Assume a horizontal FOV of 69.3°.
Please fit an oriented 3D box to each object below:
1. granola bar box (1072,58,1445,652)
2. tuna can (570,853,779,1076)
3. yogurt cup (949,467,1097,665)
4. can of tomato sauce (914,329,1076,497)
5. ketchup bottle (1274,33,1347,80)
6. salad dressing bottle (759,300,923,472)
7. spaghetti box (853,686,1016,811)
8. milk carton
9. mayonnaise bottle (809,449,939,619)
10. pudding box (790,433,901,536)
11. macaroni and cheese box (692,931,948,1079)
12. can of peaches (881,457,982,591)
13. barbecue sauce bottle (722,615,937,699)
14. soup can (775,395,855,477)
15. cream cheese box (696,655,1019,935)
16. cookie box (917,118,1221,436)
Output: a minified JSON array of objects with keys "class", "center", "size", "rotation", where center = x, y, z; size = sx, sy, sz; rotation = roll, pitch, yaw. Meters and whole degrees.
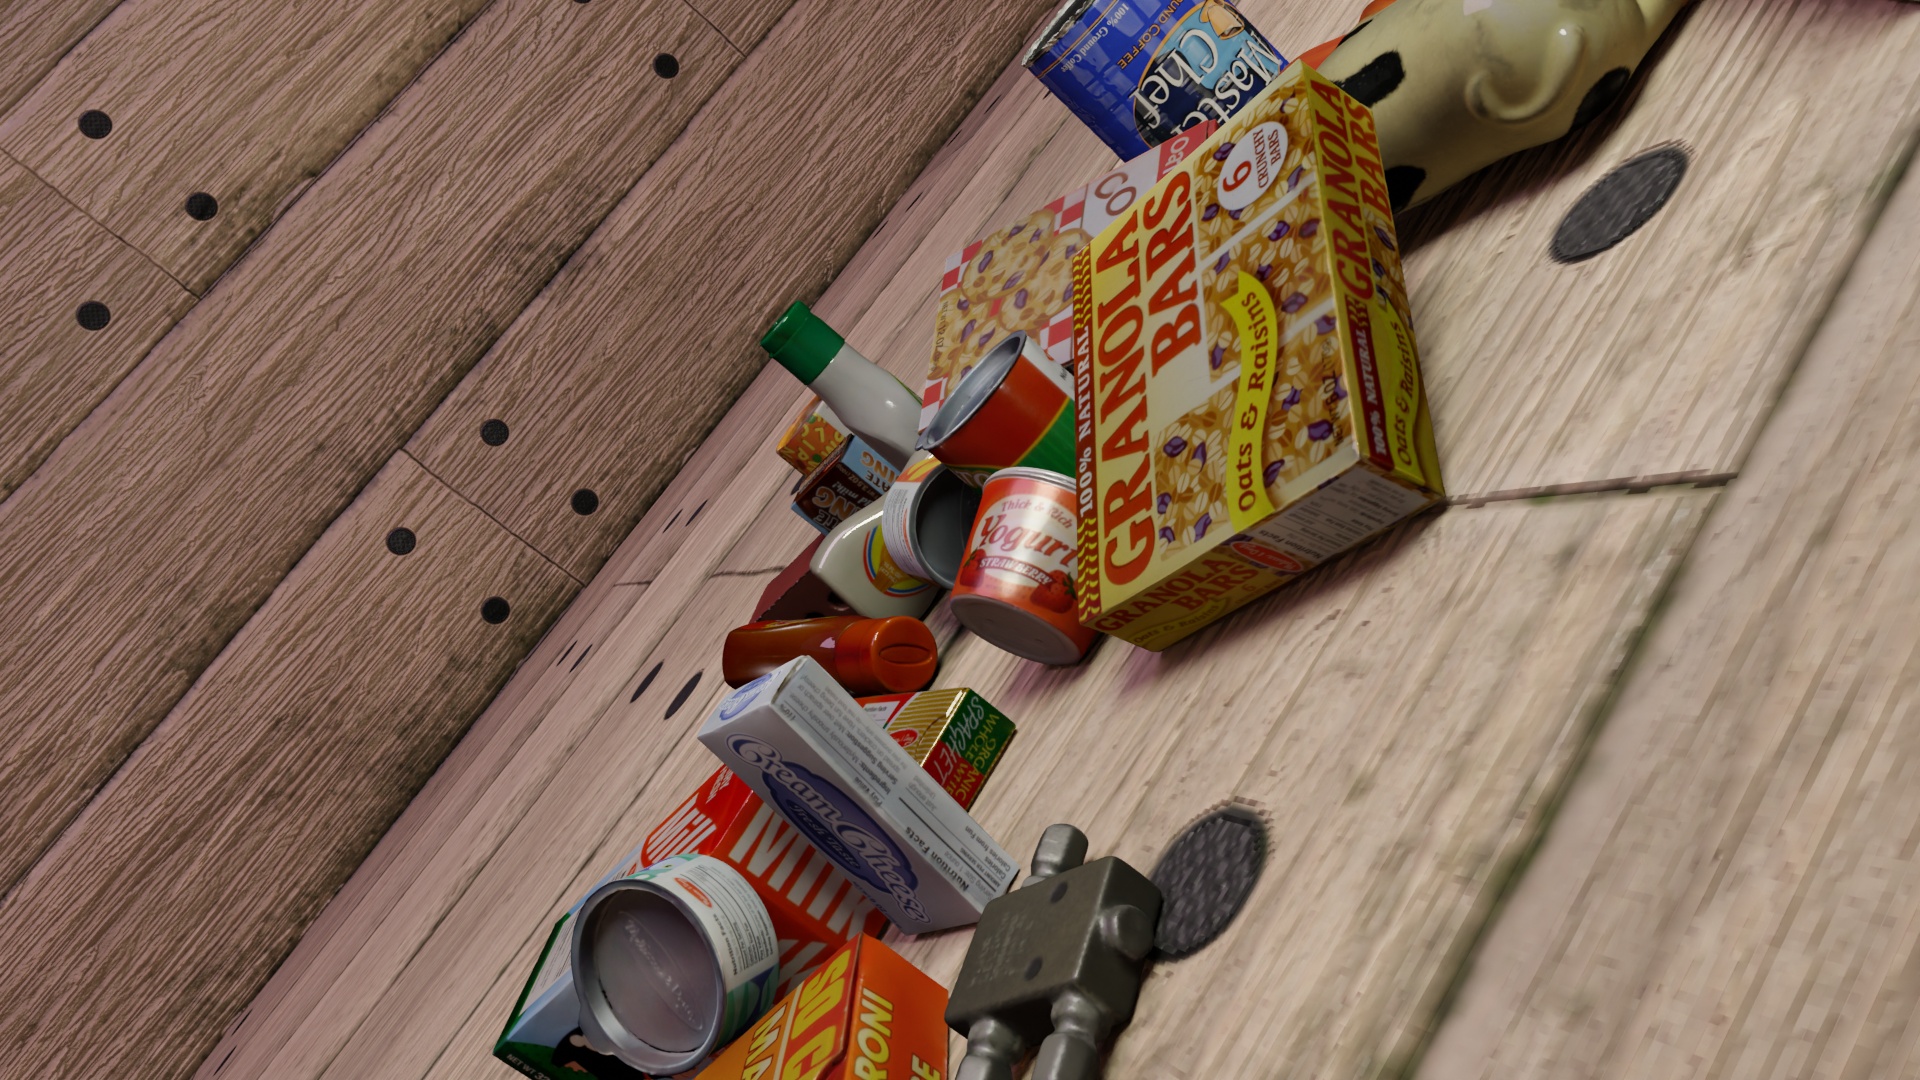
[{"class":"granola bar box","center":[0.091,-0.060,0.470],"size":[0.123,0.039,0.166],"rotation":[-36,42,44]},{"class":"tuna can","center":[-0.097,0.143,0.469],"size":[0.071,0.071,0.033],"rotation":[-43,-16,25]},{"class":"yogurt cup","center":[0.031,0.012,0.533],"size":[0.072,0.072,0.054],"rotation":[-21,41,62]},{"class":"can of tomato sauce","center":[0.034,-0.038,0.601],"size":[0.071,0.083,0.071],"rotation":[-46,15,16]},{"class":"ketchup bottle","center":[0.195,-0.216,0.647],"size":[0.065,0.043,0.149],"rotation":[-51,15,-2]},{"class":"salad dressing bottle","center":[-0.054,-0.084,0.843],"size":[0.044,0.147,0.064],"rotation":[-51,15,-4]},{"class":"spaghetti box","center":[-0.052,0.097,0.628],"size":[0.050,0.028,0.249],"rotation":[-56,16,-21]},{"class":"milk carton","center":[-0.093,0.147,0.542],"size":[0.190,0.072,0.074],"rotation":[-44,16,25]},{"class":"mayonnaise bottle","center":[-0.010,-0.021,0.735],"size":[0.148,0.064,0.041],"rotation":[-48,13,-6]},{"class":"pudding box","center":[-0.047,-0.014,0.777],"size":[0.049,0.083,0.030],"rotation":[-39,18,35]},{"class":"macaroni and cheese box","center":[-0.074,0.209,0.398],"size":[0.166,0.040,0.124],"rotation":[-45,16,17]},{"class":"can of peaches","center":[0.002,-0.008,0.663],"size":[0.071,0.071,0.058],"rotation":[-53,14,-9]},{"class":"barbecue sauce bottle","center":[-0.064,0.060,0.701],"size":[0.148,0.065,0.043],"rotation":[-9,76,57]},{"class":"soup can","center":[-0.081,-0.060,0.987],"size":[0.071,0.083,0.071],"rotation":[-46,15,17]},{"class":"cream cheese box","center":[-0.034,0.086,0.458],"size":[0.053,0.103,0.024],"rotation":[-30,17,49]},{"class":"cookie box","center":[0.059,-0.118,0.678],"size":[0.167,0.040,0.123],"rotation":[-21,46,35]}]
